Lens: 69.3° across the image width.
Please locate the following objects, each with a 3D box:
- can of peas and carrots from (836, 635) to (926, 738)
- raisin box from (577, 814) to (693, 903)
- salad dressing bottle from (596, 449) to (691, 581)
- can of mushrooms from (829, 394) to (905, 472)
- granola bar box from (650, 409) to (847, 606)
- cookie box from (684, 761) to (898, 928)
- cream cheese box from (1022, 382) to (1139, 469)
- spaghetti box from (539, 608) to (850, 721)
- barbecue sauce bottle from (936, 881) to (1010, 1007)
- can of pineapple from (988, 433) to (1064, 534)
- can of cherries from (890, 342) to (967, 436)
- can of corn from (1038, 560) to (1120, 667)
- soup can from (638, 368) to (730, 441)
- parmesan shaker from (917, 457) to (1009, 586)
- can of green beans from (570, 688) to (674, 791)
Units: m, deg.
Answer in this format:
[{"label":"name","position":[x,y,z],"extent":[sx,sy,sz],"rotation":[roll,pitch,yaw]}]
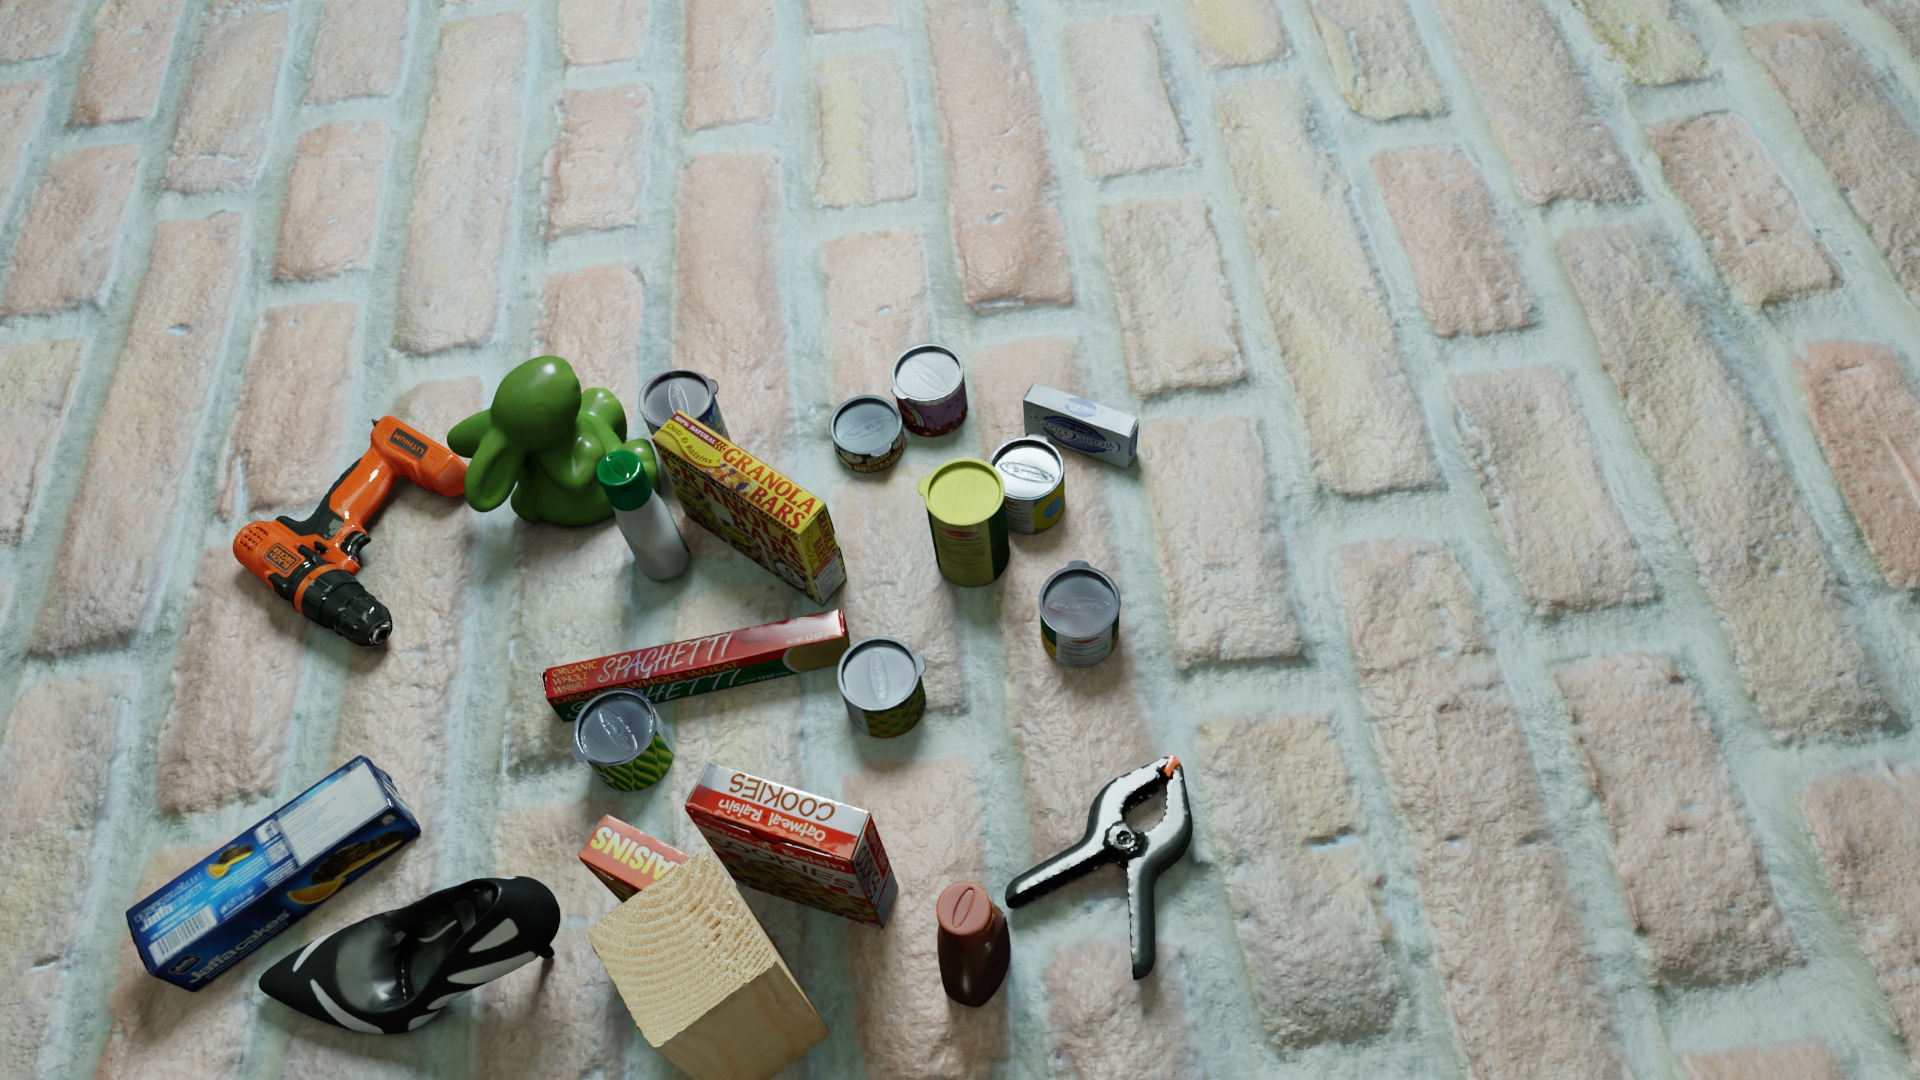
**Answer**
[{"label":"can of peas and carrots","position":[-0.060,0.118,1.118],"extent":[0.071,0.058,0.071],"rotation":[-2,59,3]},{"label":"raisin box","position":[-0.217,0.252,1.011],"extent":[0.086,0.122,0.040],"rotation":[22,63,17]},{"label":"salad dressing bottle","position":[-0.267,-0.020,1.167],"extent":[0.044,0.147,0.064],"rotation":[-37,63,-16]},{"label":"can of mushrooms","position":[-0.083,-0.095,1.264],"extent":[0.071,0.033,0.071],"rotation":[-2,59,3]},{"label":"granola bar box","position":[-0.177,-0.027,1.177],"extent":[0.166,0.123,0.039],"rotation":[32,67,21]},{"label":"cookie box","position":[-0.117,0.222,0.995],"extent":[0.123,0.166,0.040],"rotation":[14,61,13]},{"label":"cream cheese box","position":[0.107,-0.103,1.241],"extent":[0.104,0.053,0.024],"rotation":[21,63,16]},{"label":"spaghetti box","position":[-0.215,0.103,1.144],"extent":[0.250,0.050,0.029],"rotation":[-12,59,-3]},{"label":"barbecue sauce bottle","position":[0.008,0.276,0.963],"extent":[0.044,0.147,0.065],"rotation":[19,62,15]},{"label":"can of pineapple","position":[0.059,-0.048,1.210],"extent":[0.071,0.057,0.071],"rotation":[-2,59,3]},{"label":"can of cherries","position":[-0.030,-0.136,1.270],"extent":[0.071,0.058,0.072],"rotation":[-2,59,3]},{"label":"can of corn","position":[0.098,0.061,1.140],"extent":[0.071,0.058,0.071],"rotation":[-2,59,3]},{"label":"soup can","position":[-0.244,-0.105,1.254],"extent":[0.071,0.083,0.071],"rotation":[-2,59,4]},{"label":"parmesan shaker","position":[0.004,-0.015,1.167],"extent":[0.071,0.102,0.071],"rotation":[-2,59,4]},{"label":"can of green beans","position":[-0.268,0.160,1.109],"extent":[0.071,0.057,0.071],"rotation":[-2,59,3]}]
